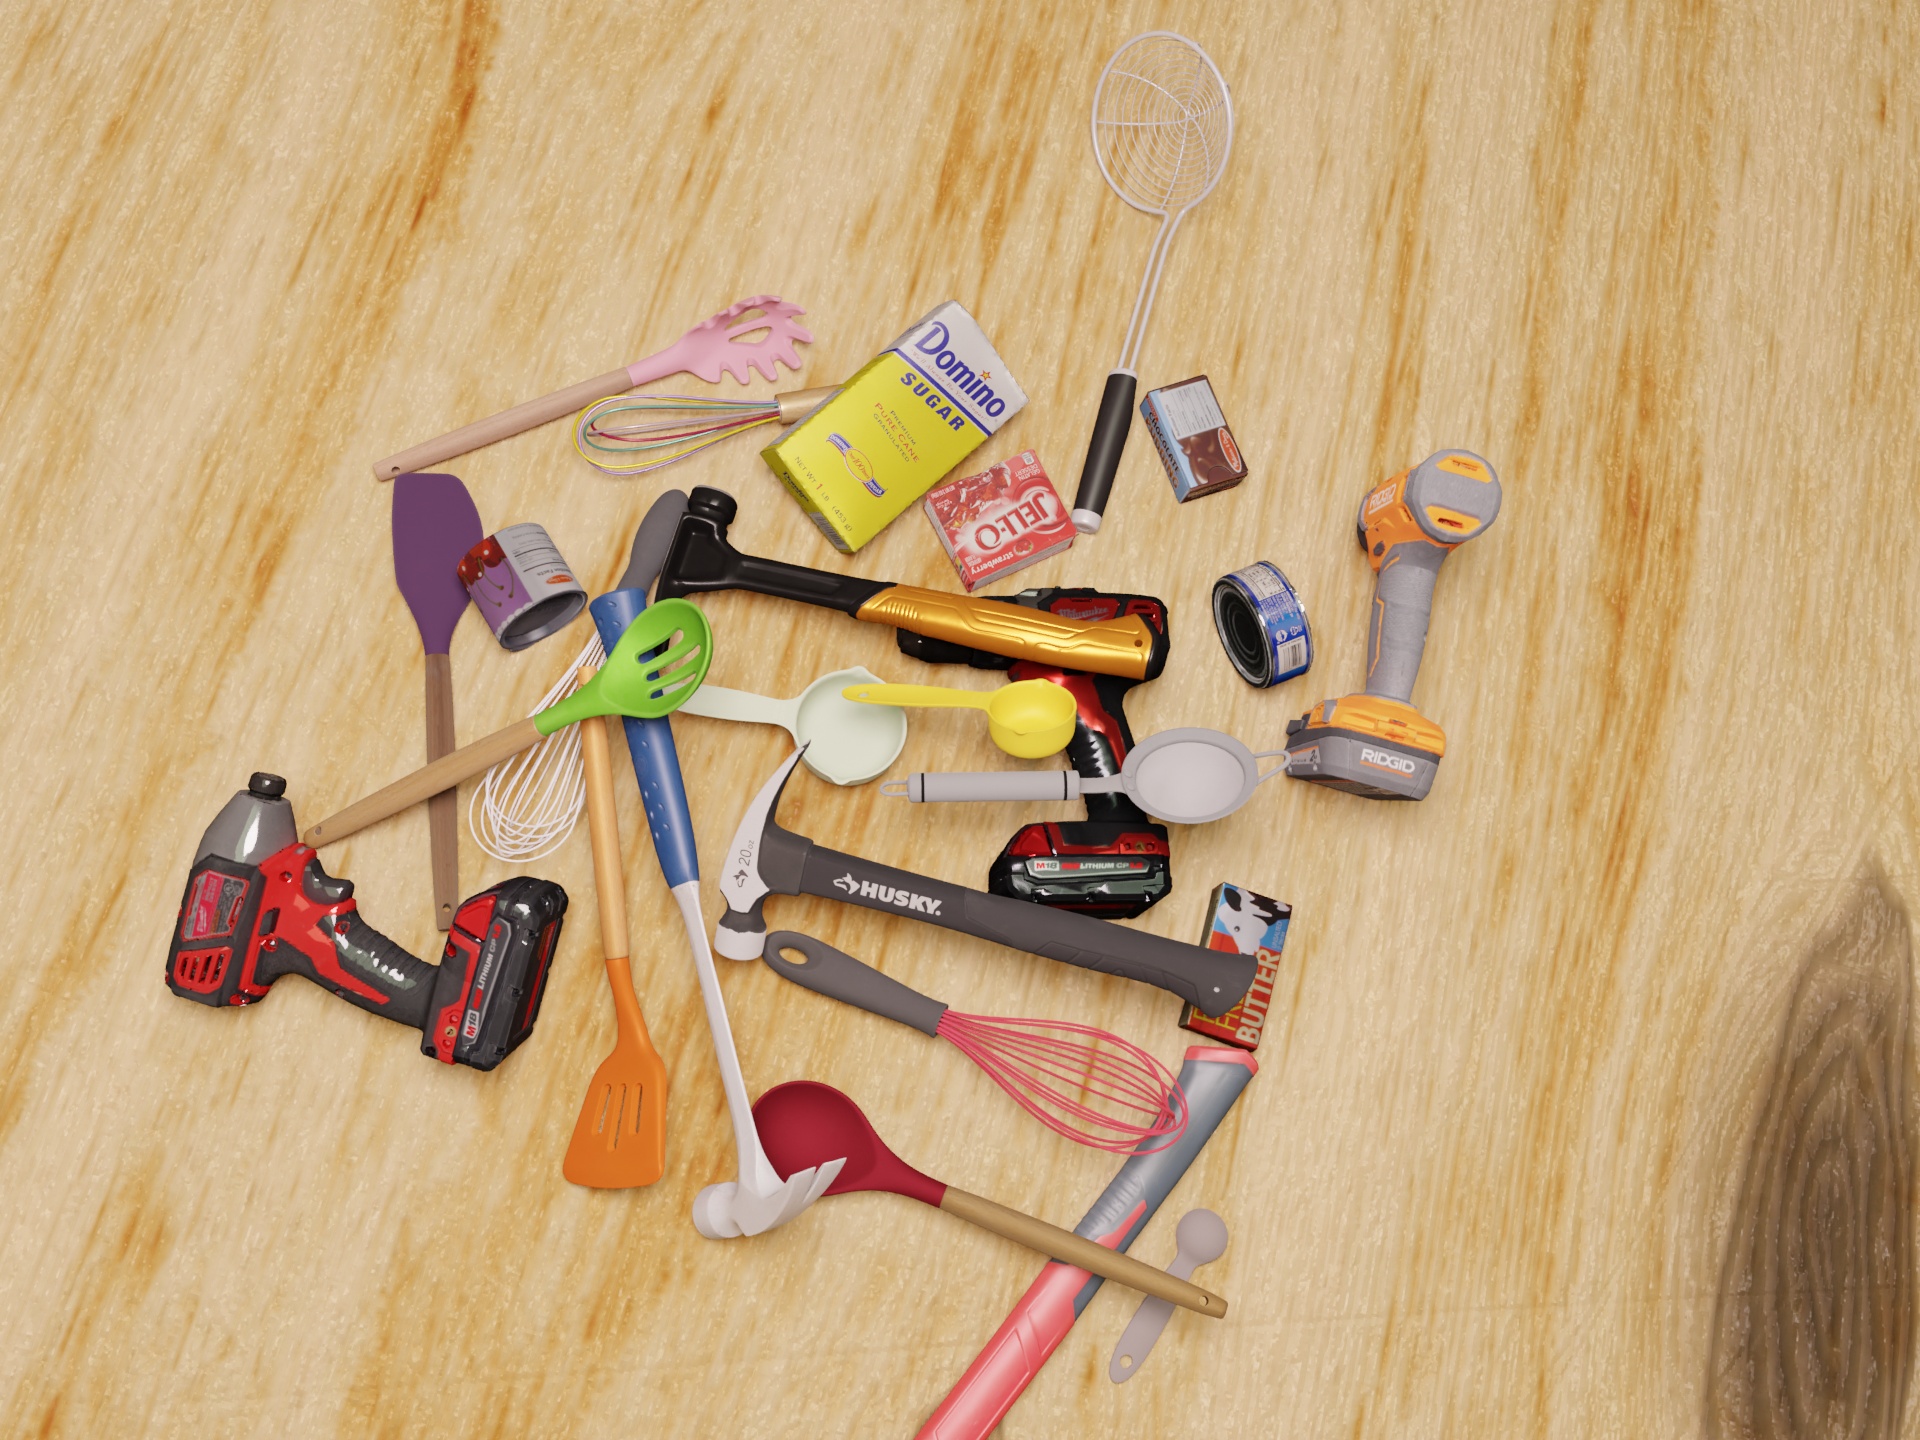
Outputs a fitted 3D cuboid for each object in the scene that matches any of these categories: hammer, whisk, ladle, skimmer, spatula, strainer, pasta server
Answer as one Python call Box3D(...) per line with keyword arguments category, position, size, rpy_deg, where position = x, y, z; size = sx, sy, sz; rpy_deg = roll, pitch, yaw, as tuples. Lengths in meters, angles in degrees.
Box3D(category="hammer", position=(0.018, 0.116, 0.987), size=(0.335, 0.035, 0.146), rpy_deg=(14, 107, 4))
Box3D(category="hammer", position=(-0.164, 0.111, 0.981), size=(0.035, 0.144, 0.406), rpy_deg=(-7, 76, -38))
Box3D(category="whisk", position=(-0.151, -0.220, 1.120), size=(0.245, 0.051, 0.047), rpy_deg=(-13, 53, -16))
Box3D(category="hammer", position=(-0.036, -0.068, 1.049), size=(0.337, 0.034, 0.127), rpy_deg=(11, 70, 8))
Box3D(category="hammer", position=(0.076, 0.370, 1.002), size=(0.143, 0.038, 0.386), rpy_deg=(41, 74, 3))
Box3D(category="whisk", position=(0.005, 0.200, 1.017), size=(0.296, 0.073, 0.073), rpy_deg=(22, 73, 10))
Box3D(category="ladle", position=(0.014, 0.304, 0.987), size=(0.315, 0.031, 0.069), rpy_deg=(20, 71, 10))
Box3D(category="skimmer", position=(0.116, -0.319, 1.159), size=(0.090, 0.127, 0.363), rpy_deg=(27, 74, -44))
Box3D(category="spatula", position=(-0.344, -0.018, 1.057), size=(0.059, 0.018, 0.316), rpy_deg=(-1, 75, -20))
Box3D(category="whisk", position=(-0.242, -0.035, 1.058), size=(0.070, 0.070, 0.285), rpy_deg=(22, 69, -1))
Box3D(category="strainer", position=(0.078, 0.042, 1.008), size=(0.258, 0.050, 0.087), rpy_deg=(-1, 41, -1))
Box3D(category="pasta server", position=(-0.256, -0.228, 1.113), size=(0.316, 0.060, 0.040), rpy_deg=(-24, 38, -11))
Box3D(category="spatula", position=(-0.223, 0.126, 0.997), size=(0.081, 0.041, 0.322), rpy_deg=(-8, 87, 29))

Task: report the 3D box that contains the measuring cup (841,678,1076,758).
Box3D(category="measuring cup", position=(-0.002, -0.003, 1.028), size=(0.156, 0.029, 0.062), rpy_deg=(5, 36, 16))

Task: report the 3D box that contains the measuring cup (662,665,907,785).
Box3D(category="measuring cup", position=(-0.120, 0.000, 1.073), size=(0.167, 0.038, 0.083), rpy_deg=(10, 74, -3))

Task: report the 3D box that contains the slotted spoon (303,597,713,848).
Box3D(category="slotted spoon", position=(-0.282, 0.012, 0.989), size=(0.314, 0.031, 0.070), rpy_deg=(-25, 68, 13))

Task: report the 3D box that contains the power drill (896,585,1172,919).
Box3D(category="power drill", position=(0.052, 0.016, 1.073), size=(0.188, 0.080, 0.227), rpy_deg=(1, 73, -8))

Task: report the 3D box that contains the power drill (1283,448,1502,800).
Box3D(category="power drill", position=(0.293, -0.062, 1.096), size=(0.084, 0.164, 0.226), rpy_deg=(15, 86, -4))

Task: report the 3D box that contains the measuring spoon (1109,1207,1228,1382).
Box3D(category="measuring spoon", position=(0.133, 0.370, 1.019), size=(0.034, 0.018, 0.124), rpy_deg=(35, 75, 2))

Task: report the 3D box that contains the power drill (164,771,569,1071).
Box3D(category="power drill", position=(-0.364, 0.123, 0.974), size=(0.219, 0.078, 0.143), rpy_deg=(16, 92, -1))
